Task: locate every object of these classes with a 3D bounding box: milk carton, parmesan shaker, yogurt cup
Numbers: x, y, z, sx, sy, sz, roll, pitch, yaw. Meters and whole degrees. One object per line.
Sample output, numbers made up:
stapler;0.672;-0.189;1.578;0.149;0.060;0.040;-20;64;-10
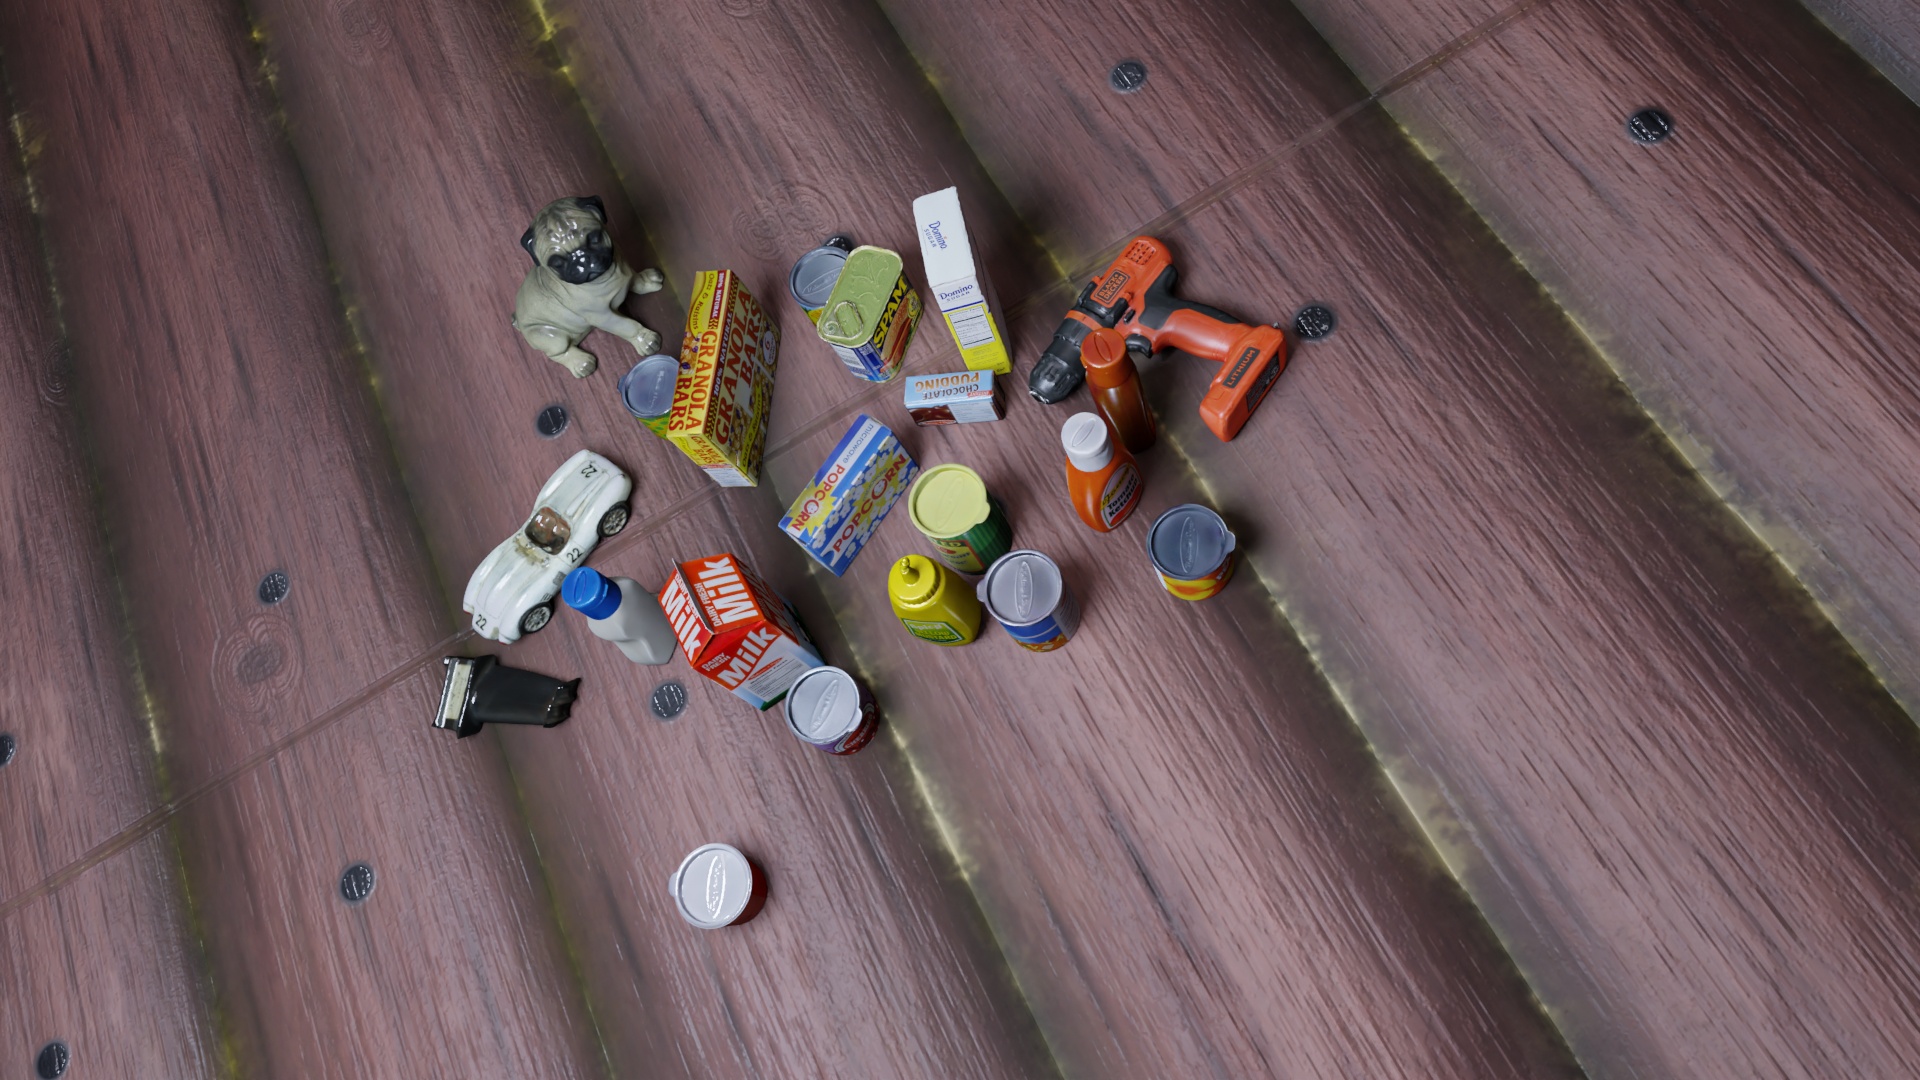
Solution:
milk carton;-0.185;0.073;1.153;0.073;0.190;0.072;-33;65;2
parmesan shaker;0.004;-0.015;1.182;0.071;0.103;0.071;-5;69;14
yogurt cup;-0.195;0.288;1.148;0.072;0.054;0.072;-5;69;14

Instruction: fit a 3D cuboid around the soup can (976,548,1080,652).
soup can;0.057;0.051;1.153;0.071;0.083;0.071;-5;69;14

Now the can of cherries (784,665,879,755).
can of cherries;-0.106;0.147;1.175;0.071;0.058;0.072;-5;69;14

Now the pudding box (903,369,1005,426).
pudding box;-0.005;-0.128;1.258;0.084;0.049;0.030;-4;69;14

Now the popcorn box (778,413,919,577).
popcorn box;-0.097;-0.040;1.230;0.038;0.085;0.127;32;81;24

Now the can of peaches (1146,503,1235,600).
can of peaches;0.193;0.011;1.145;0.071;0.058;0.071;-5;69;14

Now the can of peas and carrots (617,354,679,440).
can of peas and carrots;-0.285;-0.136;1.334;0.071;0.058;0.071;-5;69;14

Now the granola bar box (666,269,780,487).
granola bar box;-0.215;-0.147;1.282;0.039;0.124;0.166;0;70;16

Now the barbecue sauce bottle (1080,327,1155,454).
barbecue sauce bottle;0.131;-0.128;1.165;0.043;0.148;0.065;-23;66;6

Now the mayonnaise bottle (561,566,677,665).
mayonnaise bottle;-0.295;0.062;1.211;0.041;0.147;0.065;1;70;16

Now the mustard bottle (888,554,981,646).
mustard bottle;-0.028;0.045;1.136;0.065;0.160;0.049;2;71;17

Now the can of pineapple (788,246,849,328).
can of pineapple;-0.123;-0.236;1.328;0.071;0.057;0.071;-5;69;14

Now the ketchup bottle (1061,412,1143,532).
ketchup bottle;0.113;-0.059;1.144;0.043;0.148;0.065;34;82;24
